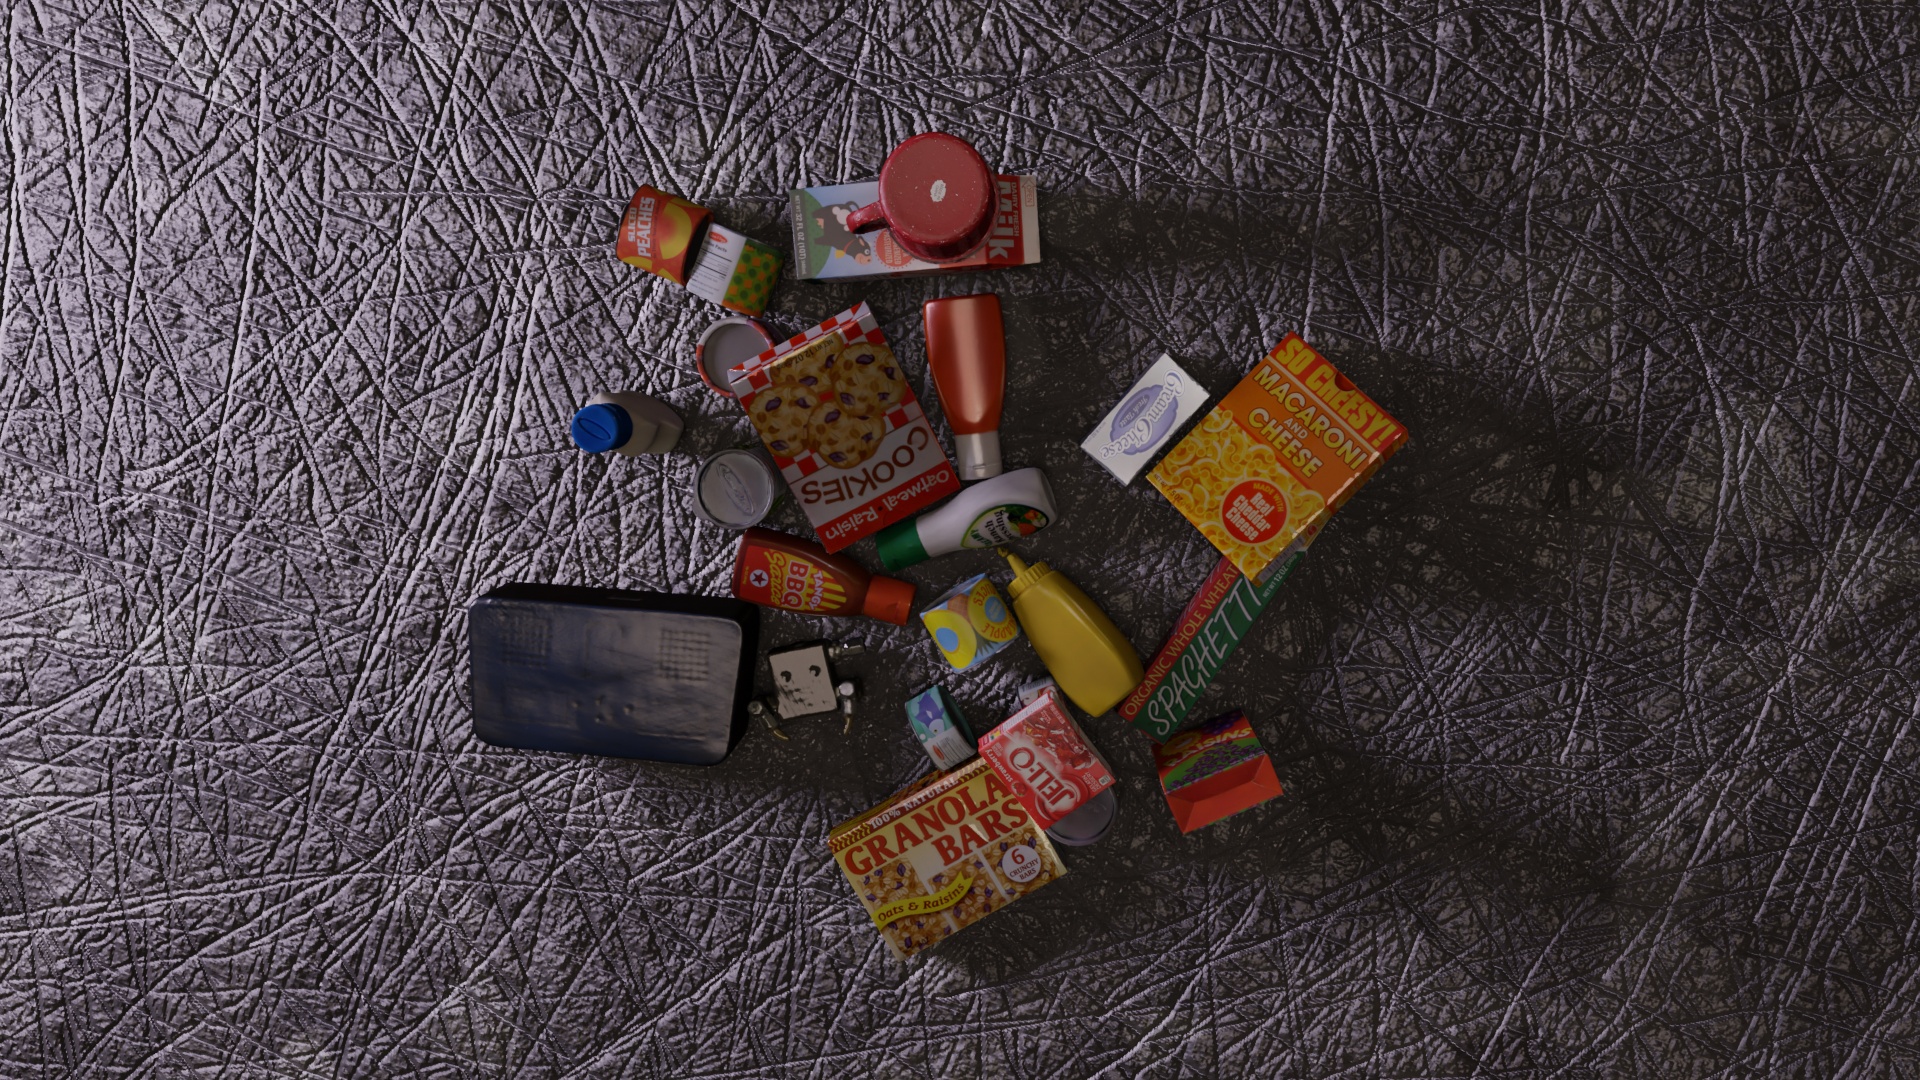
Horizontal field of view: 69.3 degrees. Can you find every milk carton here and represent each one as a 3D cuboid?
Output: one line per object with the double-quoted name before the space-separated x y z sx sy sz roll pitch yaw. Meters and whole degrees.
"milk carton" -0.033 -0.248 1.103 0.191 0.073 0.072 -4 97 3

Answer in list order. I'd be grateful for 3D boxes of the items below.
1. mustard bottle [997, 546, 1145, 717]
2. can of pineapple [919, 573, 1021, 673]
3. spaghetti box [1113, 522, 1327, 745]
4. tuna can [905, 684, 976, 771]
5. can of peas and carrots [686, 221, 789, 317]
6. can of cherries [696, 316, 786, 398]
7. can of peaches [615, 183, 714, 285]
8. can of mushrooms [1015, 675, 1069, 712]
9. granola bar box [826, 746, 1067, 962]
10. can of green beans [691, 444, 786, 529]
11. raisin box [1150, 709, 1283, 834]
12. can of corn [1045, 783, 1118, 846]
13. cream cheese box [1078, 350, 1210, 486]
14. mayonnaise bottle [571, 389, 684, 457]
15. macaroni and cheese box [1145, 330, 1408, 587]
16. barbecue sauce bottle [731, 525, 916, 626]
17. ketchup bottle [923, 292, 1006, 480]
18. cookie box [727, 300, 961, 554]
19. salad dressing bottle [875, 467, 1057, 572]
"mustard bottle" 0.084 0.066 1.141 0.065 0.049 0.160 -40 82 23
"can of pineapple" 0.009 0.067 1.140 0.071 0.071 0.058 -31 94 6
"spaghetti box" 0.218 0.057 1.148 0.050 0.029 0.249 35 97 0
"tuna can" -0.016 0.154 1.155 0.033 0.071 0.071 -30 94 6
"can of peas and carrots" -0.179 -0.217 1.121 0.071 0.071 0.058 22 98 0
"can of cherries" -0.175 -0.147 1.131 0.071 0.058 0.071 0 97 3
"can of peaches" -0.237 -0.245 1.116 0.058 0.071 0.071 22 98 -1
"can of mushrooms" 0.073 0.149 1.147 0.033 0.071 0.071 -22 95 4
"granola bar box" -0.011 0.262 1.179 0.165 0.039 0.124 -30 95 6
"can of green beans" -0.180 -0.045 1.143 0.071 0.058 0.071 0 97 3
"raisin box" 0.203 0.183 1.116 0.086 0.123 0.040 -24 97 6
"can of corn" 0.098 0.211 1.157 0.071 0.058 0.071 0 97 3
"cream cheese box" 0.150 -0.099 1.135 0.053 0.024 0.103 41 97 -3
"mayonnaise bottle" -0.266 -0.091 1.097 0.065 0.148 0.041 31 98 -1
"macaroni and cheese box" 0.250 -0.065 1.103 0.166 0.040 0.124 -46 68 7
"barbecue sauce bottle" -0.112 0.035 1.155 0.148 0.044 0.064 15 114 1
"ketchup bottle" 0.008 -0.125 1.130 0.065 0.043 0.148 -6 97 5
"cookie box" -0.091 -0.087 1.108 0.123 0.040 0.167 -27 116 0
"salad dressing bottle" 0.004 -0.014 1.139 0.147 0.064 0.044 -20 55 13
